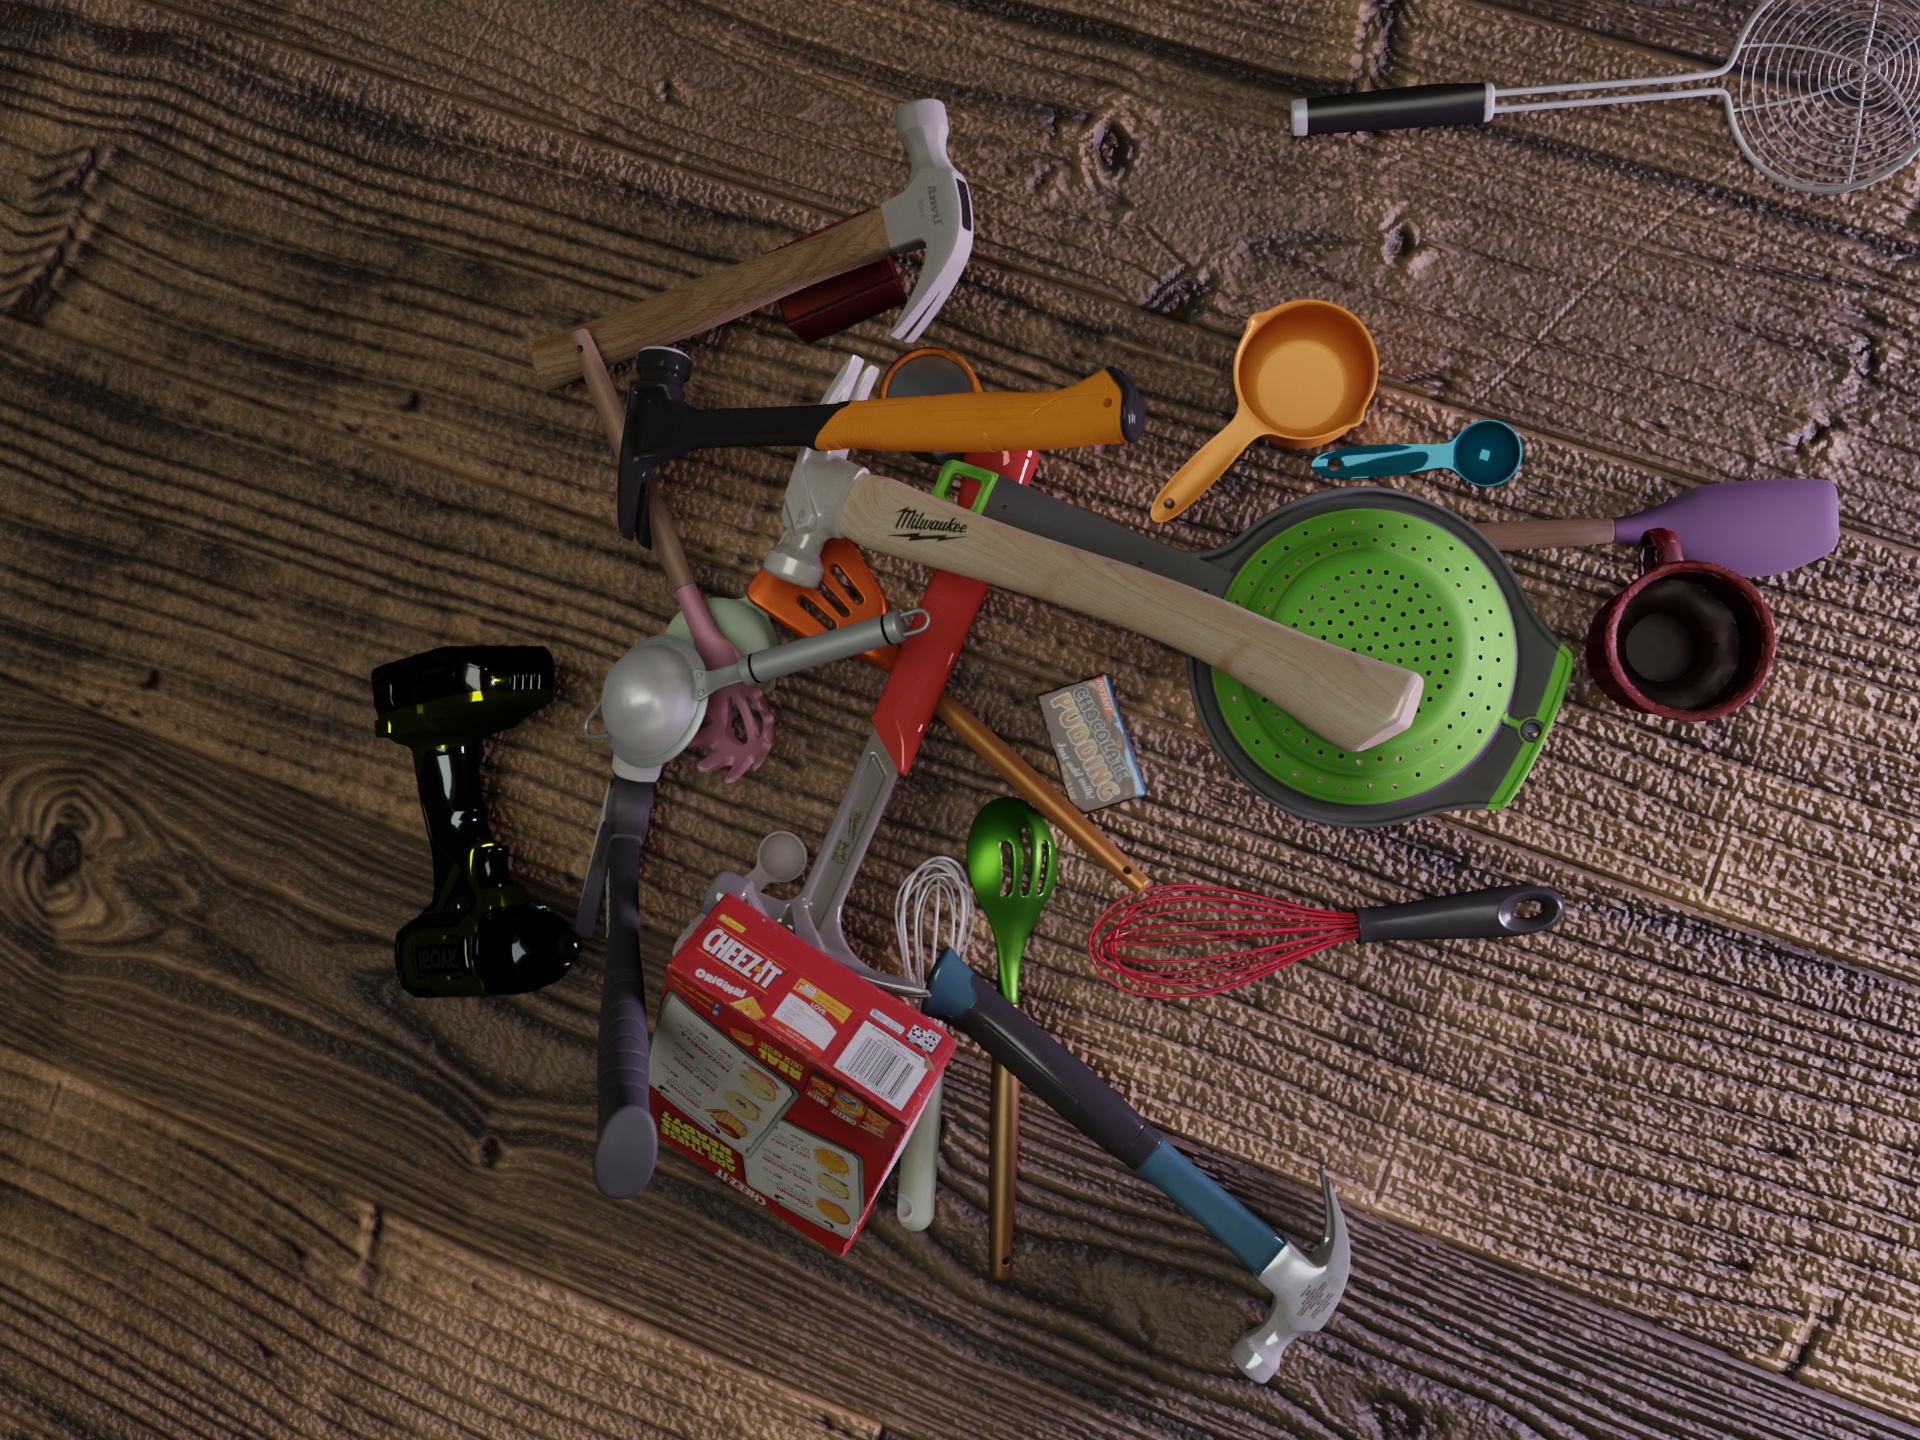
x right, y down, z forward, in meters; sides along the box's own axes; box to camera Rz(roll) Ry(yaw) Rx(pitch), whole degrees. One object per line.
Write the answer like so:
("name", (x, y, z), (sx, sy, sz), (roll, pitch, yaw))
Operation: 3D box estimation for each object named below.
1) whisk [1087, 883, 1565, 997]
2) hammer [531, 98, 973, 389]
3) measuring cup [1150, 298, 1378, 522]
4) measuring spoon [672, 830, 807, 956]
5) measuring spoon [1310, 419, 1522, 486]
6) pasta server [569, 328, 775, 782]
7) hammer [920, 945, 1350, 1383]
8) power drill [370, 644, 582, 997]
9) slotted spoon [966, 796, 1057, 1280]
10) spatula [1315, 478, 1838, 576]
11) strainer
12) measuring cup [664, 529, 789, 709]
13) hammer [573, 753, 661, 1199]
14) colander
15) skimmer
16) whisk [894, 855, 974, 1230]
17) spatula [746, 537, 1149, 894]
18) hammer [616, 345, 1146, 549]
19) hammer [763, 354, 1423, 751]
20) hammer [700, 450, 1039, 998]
("whisk", (0.227, 0.129, 0.990), (0.296, 0.073, 0.073), (-6, 88, 2))
("hammer", (-0.141, -0.274, 1.020), (0.331, 0.031, 0.130), (-13, 88, 26))
("measuring cup", (0.186, -0.186, 1.006), (0.173, 0.052, 0.095), (-44, 83, 7))
("measuring spoon", (-0.149, 0.120, 1.071), (0.124, 0.018, 0.034), (-43, 83, 12))
("measuring spoon", (0.288, -0.165, 1.009), (0.128, 0.021, 0.042), (-1, 89, 18))
("pasta server", (-0.192, -0.111, 1.028), (0.060, 0.040, 0.316), (-25, 85, 21))
("hammer", (0.105, 0.262, 0.993), (0.331, 0.033, 0.128), (40, 93, -2))
("power drill", (-0.311, 0.067, 1.037), (0.171, 0.080, 0.223), (-10, 85, 41))
("slotted spoon", (0.031, 0.207, 1.026), (0.070, 0.031, 0.314), (0, 94, -32))
("spatula", (0.379, -0.115, 0.990), (0.316, 0.018, 0.060), (-2, 92, 8))
("strainer", (-0.136, -0.031, 0.974), (0.258, 0.050, 0.087), (-15, 70, 19))
("measuring cup", (-0.138, -0.082, 1.058), (0.083, 0.038, 0.167), (34, 96, 8))
("hammer", (-0.200, 0.150, 0.933), (0.035, 0.335, 0.146), (10, 116, -17))
("colander", (0.158, -0.071, 0.928), (0.397, 0.094, 0.204), (24, 93, 10))
("skimmer", (0.385, -0.374, 0.959), (0.363, 0.090, 0.127), (-1, 120, 11))
("whisk", (-0.021, 0.210, 1.034), (0.058, 0.059, 0.246), (7, 94, 47))
("spatula", (-0.002, -0.003, 1.021), (0.323, 0.041, 0.081), (42, 78, 16))
("hammer", (-0.056, -0.168, 0.944), (0.337, 0.034, 0.127), (2, 79, 23))
("hammer", (0.070, -0.090, 0.916), (0.411, 0.038, 0.146), (23, 96, 27))
("hammer", (-0.022, -0.013, 0.995), (0.149, 0.036, 0.359), (22, 77, 8))
